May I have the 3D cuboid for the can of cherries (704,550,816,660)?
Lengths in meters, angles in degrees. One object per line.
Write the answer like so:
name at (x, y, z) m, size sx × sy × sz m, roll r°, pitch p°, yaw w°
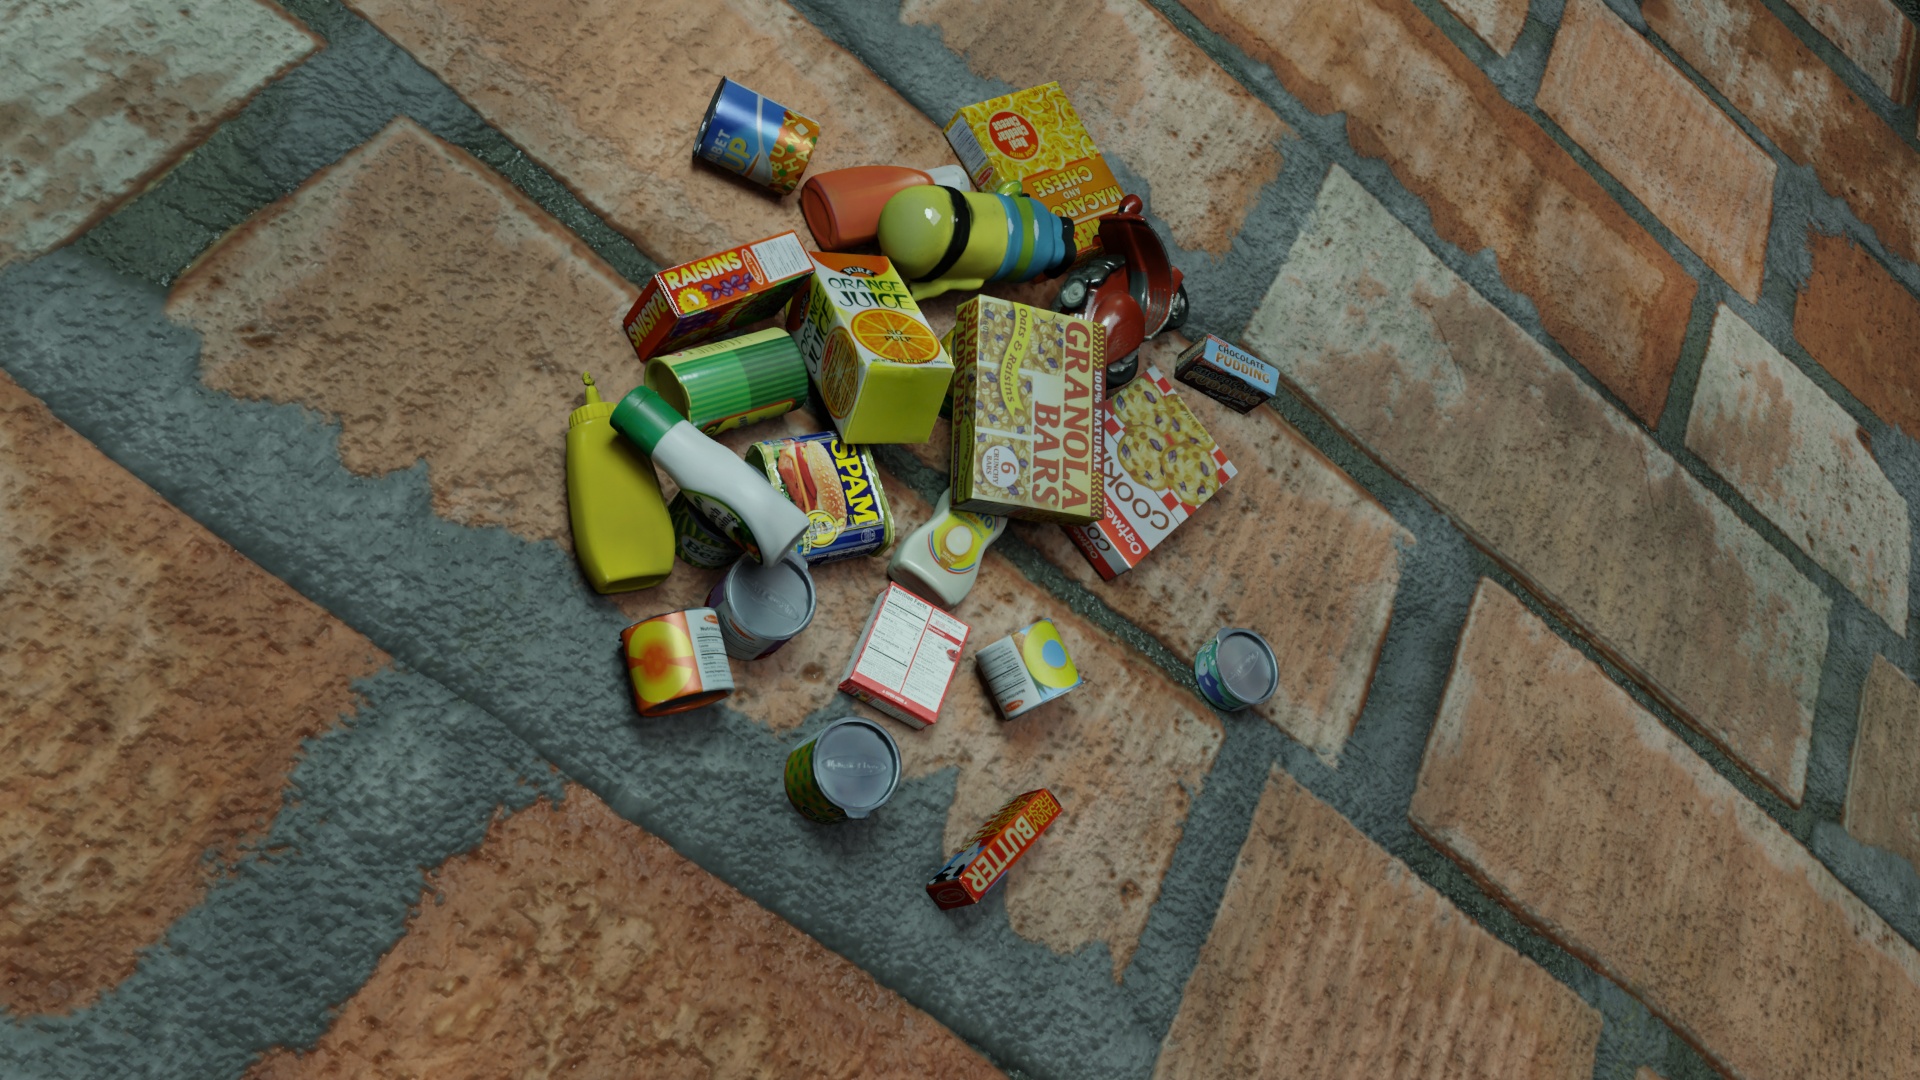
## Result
can of cherries at (-0.141, 0.045, 0.985) m, size 0.071 × 0.058 × 0.072 m, roll 11°, pitch 65°, yaw -24°

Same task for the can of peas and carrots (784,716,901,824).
can of peas and carrots at (-0.082, 0.163, 0.968) m, size 0.071 × 0.058 × 0.071 m, roll 10°, pitch 66°, yaw -25°

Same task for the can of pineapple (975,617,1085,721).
can of pineapple at (0.053, 0.098, 1.065) m, size 0.071 × 0.070 × 0.058 m, roll -21°, pitch 81°, yaw -33°

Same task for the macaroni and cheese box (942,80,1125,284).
macaroni and cheese box at (0.078, -0.329, 1.270) m, size 0.124 × 0.040 × 0.166 m, roll -28°, pitch 84°, yaw -33°

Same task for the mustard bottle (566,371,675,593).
mustard bottle at (-0.244, -0.044, 0.971) m, size 0.065 × 0.048 × 0.160 m, roll -6°, pitch 72°, yaw -31°

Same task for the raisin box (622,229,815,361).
raisin box at (-0.181, -0.183, 1.041) m, size 0.124 × 0.086 × 0.040 m, roll -27°, pitch 89°, yaw -34°

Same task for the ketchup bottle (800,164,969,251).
ketchup bottle at (-0.059, -0.289, 1.177) m, size 0.149 × 0.043 × 0.064 m, roll -21°, pitch 87°, yaw -34°

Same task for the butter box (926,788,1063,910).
butter box at (0.025, 0.222, 1.005) m, size 0.104 × 0.053 × 0.024 m, roll -39°, pitch 94°, yaw -34°

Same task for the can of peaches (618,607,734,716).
can of peaches at (-0.193, 0.083, 0.938) m, size 0.071 × 0.071 × 0.058 m, roll -9°, pitch 75°, yaw -31°

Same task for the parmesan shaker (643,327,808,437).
parmesan shaker at (-0.171, -0.115, 1.027) m, size 0.103 × 0.071 × 0.071 m, roll -21°, pitch 81°, yaw -34°

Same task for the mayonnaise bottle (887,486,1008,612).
mayonnaise bottle at (0.004, -0.014, 1.098) m, size 0.065 × 0.041 × 0.149 m, roll 39°, pitch 57°, yaw -8°

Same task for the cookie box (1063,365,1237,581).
cookie box at (0.147, -0.060, 1.197) m, size 0.168 × 0.040 × 0.123 m, roll -38°, pitch 90°, yaw -35°

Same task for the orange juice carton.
orange juice carton at (-0.080, -0.162, 1.073) m, size 0.072 × 0.072 × 0.193 m, roll -2°, pitch 44°, yaw -29°

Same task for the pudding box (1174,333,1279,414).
pudding box at (0.247, -0.154, 1.284) m, size 0.084 × 0.049 × 0.030 m, roll 25°, pitch 62°, yaw -18°

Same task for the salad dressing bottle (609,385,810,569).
salad dressing bottle at (-0.170, -0.044, 0.936) m, size 0.147 × 0.064 × 0.044 m, roll 41°, pitch 71°, yaw 2°

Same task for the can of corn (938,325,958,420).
can of corn at (0.003, -0.141, 1.141) m, size 0.071 × 0.058 × 0.071 m, roll 11°, pitch 65°, yaw -25°

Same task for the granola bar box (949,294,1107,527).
granola bar box at (0.056, -0.101, 1.099) m, size 0.124 × 0.039 × 0.166 m, roll 8°, pitch 77°, yaw -29°

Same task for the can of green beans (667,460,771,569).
can of green beans at (-0.173, -0.019, 0.994) m, size 0.071 × 0.057 × 0.071 m, roll 11°, pitch 65°, yaw -25°

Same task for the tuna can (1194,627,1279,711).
tuna can at (0.232, 0.108, 1.178) m, size 0.071 × 0.032 × 0.071 m, roll 11°, pitch 65°, yaw -25°

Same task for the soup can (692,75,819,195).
soup can at (-0.166, -0.323, 1.120) m, size 0.084 × 0.071 × 0.071 m, roll 21°, pitch 61°, yaw -20°
